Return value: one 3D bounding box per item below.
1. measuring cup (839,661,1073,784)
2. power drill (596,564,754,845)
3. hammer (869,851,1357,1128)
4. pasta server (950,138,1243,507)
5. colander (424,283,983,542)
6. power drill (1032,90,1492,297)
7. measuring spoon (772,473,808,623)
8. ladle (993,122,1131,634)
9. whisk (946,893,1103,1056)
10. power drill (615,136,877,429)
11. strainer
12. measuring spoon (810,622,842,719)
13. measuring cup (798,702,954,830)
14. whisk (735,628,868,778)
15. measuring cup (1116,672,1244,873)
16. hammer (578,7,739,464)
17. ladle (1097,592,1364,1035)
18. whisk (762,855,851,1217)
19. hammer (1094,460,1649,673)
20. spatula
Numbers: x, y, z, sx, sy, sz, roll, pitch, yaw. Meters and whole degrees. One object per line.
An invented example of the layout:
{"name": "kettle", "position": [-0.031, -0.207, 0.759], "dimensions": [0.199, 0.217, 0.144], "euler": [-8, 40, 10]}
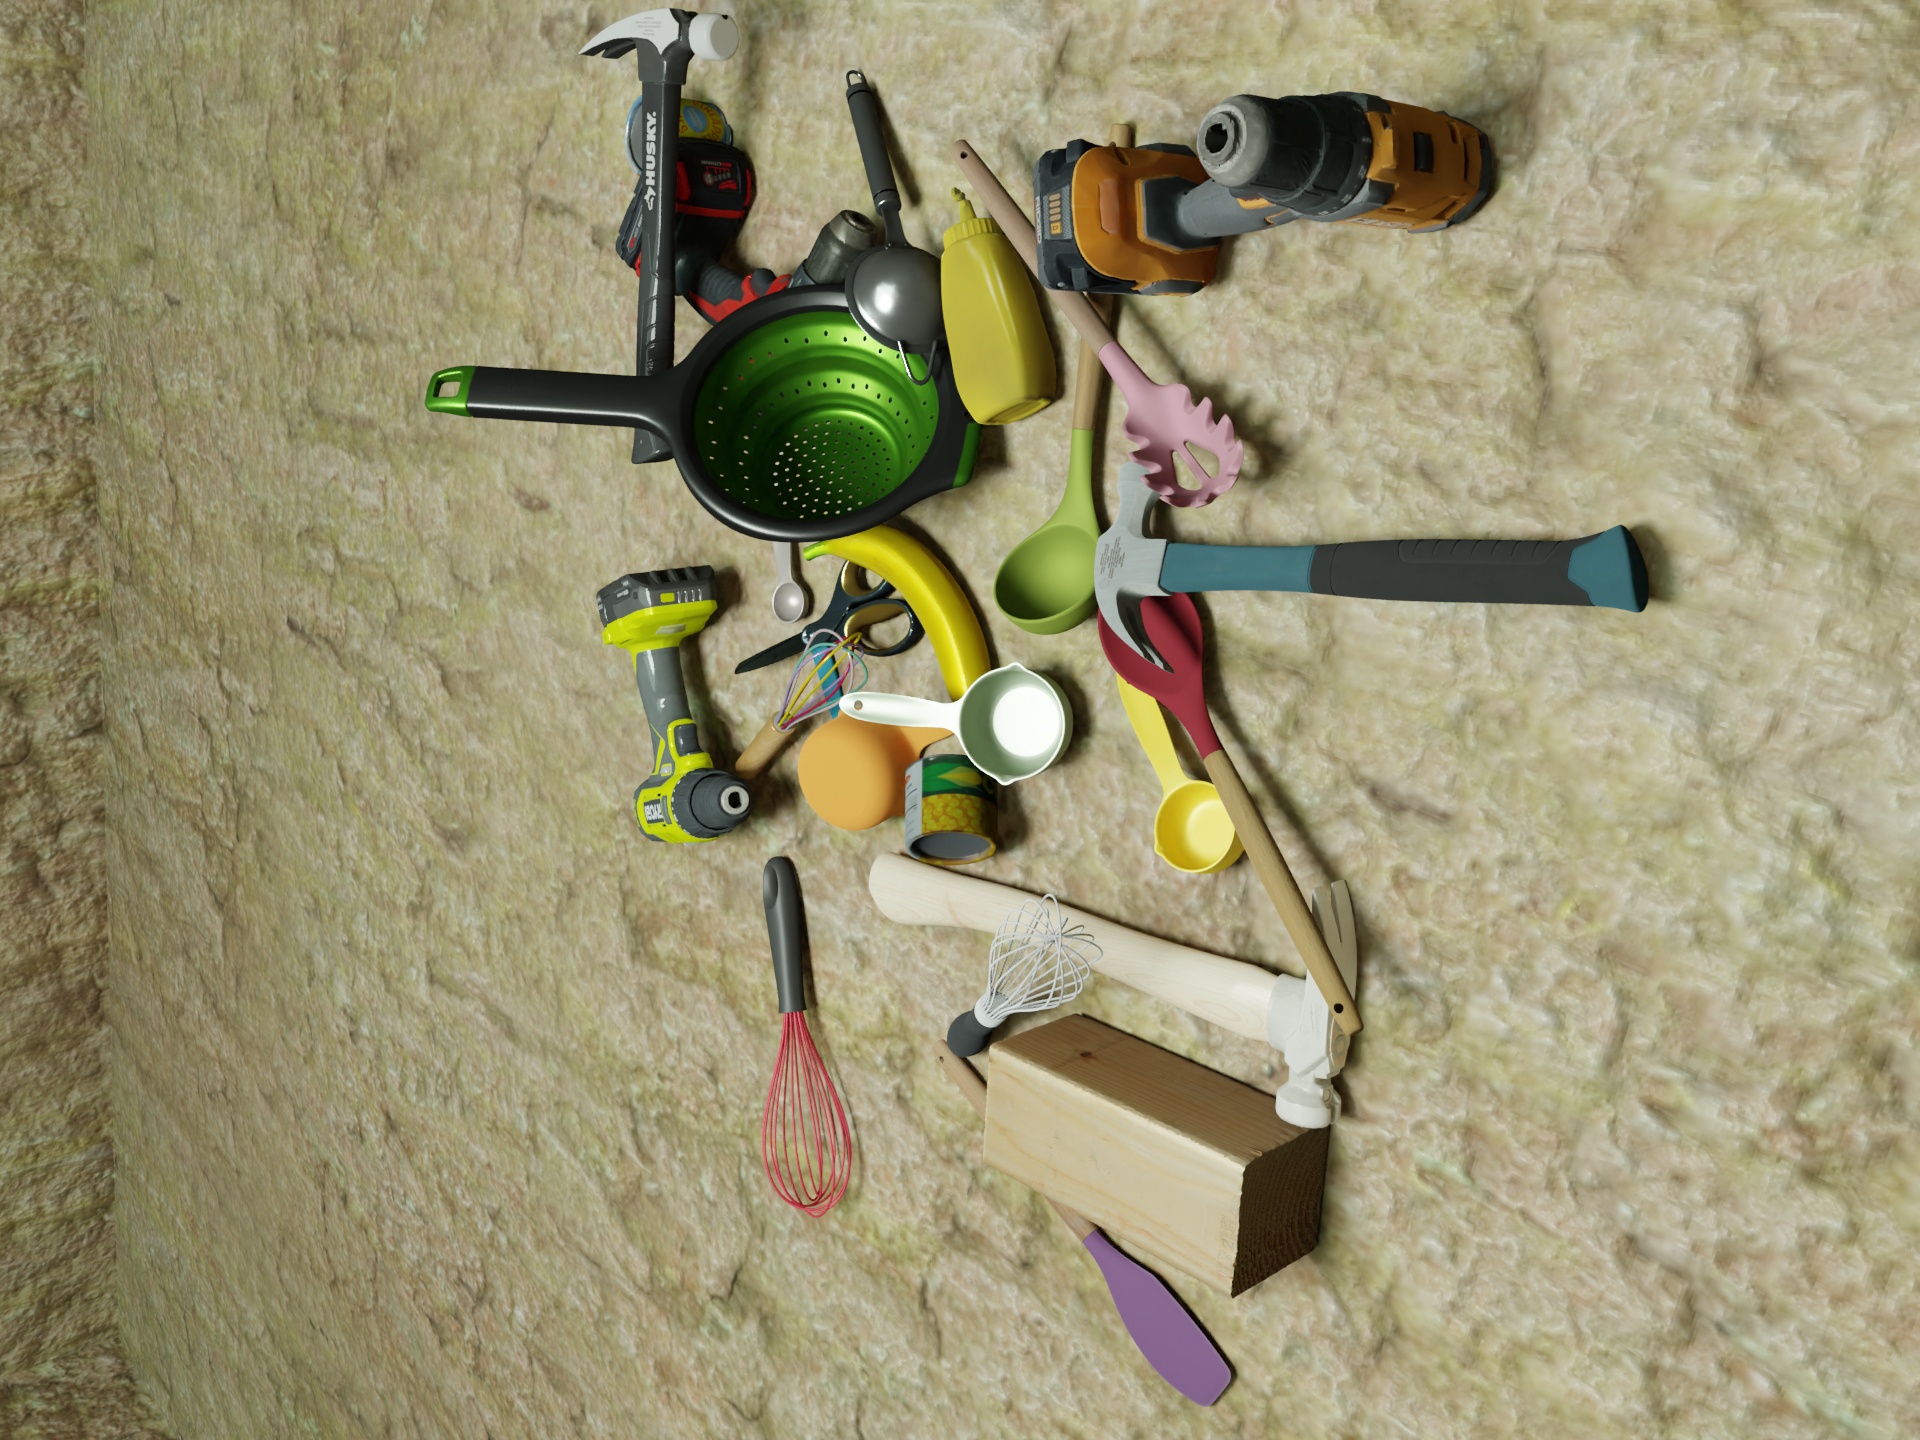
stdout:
{"name": "measuring cup", "position": [-0.002, -0.003, 1.095], "dimensions": [0.168, 0.038, 0.083], "euler": [7, 95, 22]}
{"name": "power drill", "position": [-0.233, -0.009, 1.329], "dimensions": [0.190, 0.080, 0.228], "euler": [-11, 89, 62]}
{"name": "hammer", "position": [0.082, 0.138, 1.072], "dimensions": [0.411, 0.038, 0.146], "euler": [13, 104, 45]}
{"name": "pasta server", "position": [0.074, -0.249, 0.969], "dimensions": [0.060, 0.040, 0.316], "euler": [-35, 69, 9]}
{"name": "colander", "position": [-0.178, -0.206, 1.139], "dimensions": [0.397, 0.094, 0.205], "euler": [5, 69, 6]}
{"name": "power drill", "position": [0.135, -0.280, 0.841], "dimensions": [0.226, 0.185, 0.084], "euler": [5, 101, 49]}
{"name": "measuring spoon", "position": [-0.138, -0.138, 1.277], "dimensions": [0.034, 0.018, 0.124], "euler": [-11, 82, 36]}
{"name": "ladle", "position": [0.074, -0.212, 1.008], "dimensions": [0.078, 0.062, 0.320], "euler": [16, 106, 37]}
{"name": "whisk", "position": [0.029, 0.186, 1.066], "dimensions": [0.070, 0.070, 0.284], "euler": [64, 158, 18]}
{"name": "power drill", "position": [-0.158, -0.353, 1.217], "dimensions": [0.227, 0.080, 0.187], "euler": [53, 130, 23]}
{"name": "strainer", "position": [-0.050, -0.355, 1.107], "dimensions": [0.050, 0.087, 0.259], "euler": [125, 135, -60]}
{"name": "measuring spoon", "position": [-0.106, -0.014, 1.254], "dimensions": [0.042, 0.021, 0.128], "euler": [-21, 83, 46]}
{"name": "measuring cup", "position": [-0.051, 0.024, 1.171], "dimensions": [0.173, 0.052, 0.095], "euler": [-28, 91, 39]}
{"name": "whisk", "position": [-0.128, -0.008, 1.248], "dimensions": [0.245, 0.051, 0.047], "euler": [-44, 26, 55]}
{"name": "measuring cup", "position": [0.136, 0.027, 1.008], "dimensions": [0.062, 0.029, 0.157], "euler": [-37, 56, 27]}
{"name": "hammer", "position": [-0.234, -0.360, 1.212], "dimensions": [0.146, 0.035, 0.334], "euler": [20, 114, 37]}
{"name": "ladle", "position": [0.163, 0.042, 0.946], "dimensions": [0.069, 0.031, 0.316], "euler": [-40, 59, 30]}
{"name": "whisk", "position": [-0.137, 0.259, 1.312], "dimensions": [0.073, 0.073, 0.296], "euler": [-14, 81, 47]}
{"name": "hammer", "position": [0.211, -0.085, 0.883], "dimensions": [0.331, 0.033, 0.128], "euler": [6, 78, 42]}
{"name": "spatula", "position": [0.075, 0.347, 1.127], "dimensions": [0.316, 0.018, 0.059], "euler": [47, 128, 30]}
